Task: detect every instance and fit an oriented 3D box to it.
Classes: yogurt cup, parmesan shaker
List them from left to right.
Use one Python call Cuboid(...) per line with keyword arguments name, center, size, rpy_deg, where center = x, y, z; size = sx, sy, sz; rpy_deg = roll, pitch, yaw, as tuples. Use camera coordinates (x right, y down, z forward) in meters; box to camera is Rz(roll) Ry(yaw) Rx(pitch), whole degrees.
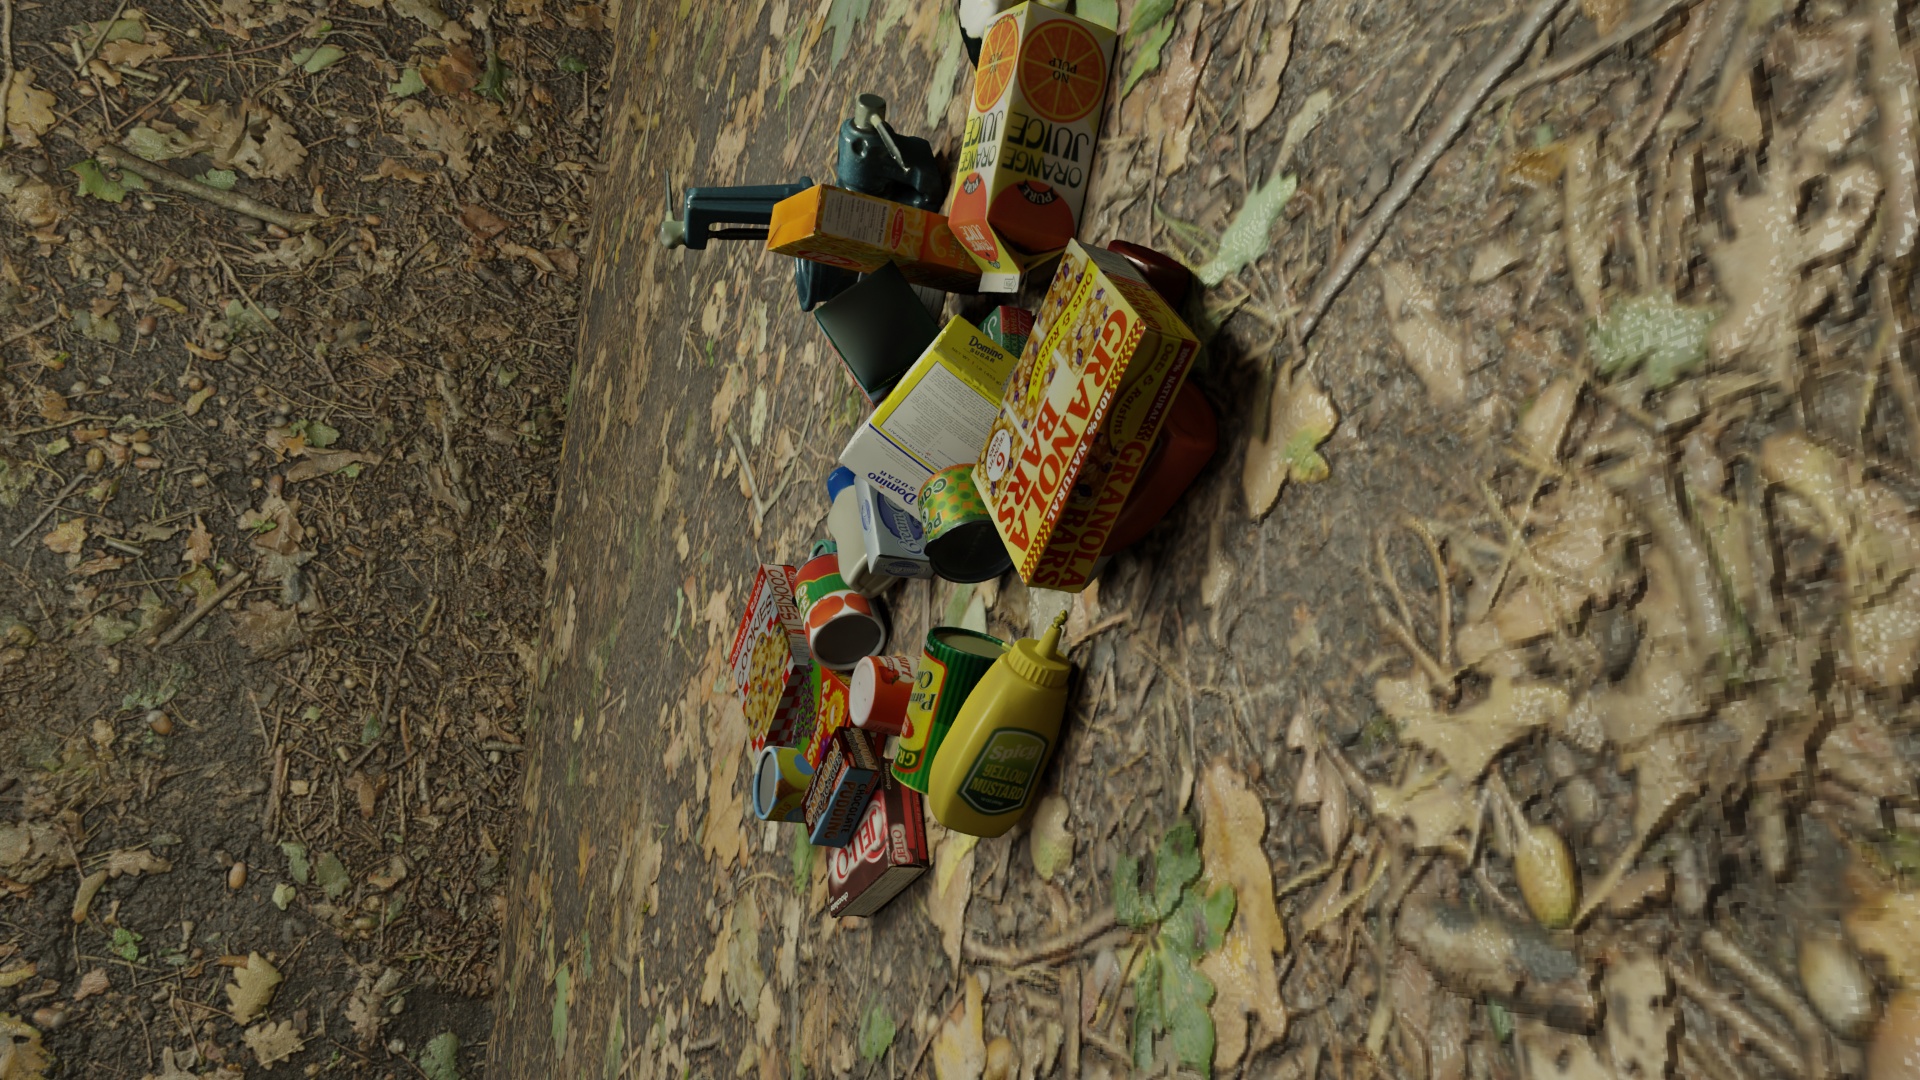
Cuboid(name="yogurt cup", center=(-0.052, 0.119, 1.071), size=(0.072, 0.054, 0.072), rpy_deg=(-170, 89, -66))
Cuboid(name="parmesan shaker", center=(-0.004, 0.117, 0.955), size=(0.071, 0.071, 0.103), rpy_deg=(36, 113, 63))

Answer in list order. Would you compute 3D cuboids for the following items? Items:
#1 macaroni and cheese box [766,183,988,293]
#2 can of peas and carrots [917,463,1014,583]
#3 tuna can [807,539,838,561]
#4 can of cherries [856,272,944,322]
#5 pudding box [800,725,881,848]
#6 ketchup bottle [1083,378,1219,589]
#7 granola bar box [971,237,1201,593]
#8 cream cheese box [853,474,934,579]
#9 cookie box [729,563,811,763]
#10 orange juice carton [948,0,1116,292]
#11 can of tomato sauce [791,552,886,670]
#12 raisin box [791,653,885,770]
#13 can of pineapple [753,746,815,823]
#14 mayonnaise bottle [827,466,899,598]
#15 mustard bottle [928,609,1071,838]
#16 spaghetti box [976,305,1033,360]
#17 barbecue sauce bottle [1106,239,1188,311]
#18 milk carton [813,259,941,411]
Cuboid(name="macaroni and cheese box", center=(-0.050, -0.226, 1.061), size=(0.124, 0.167, 0.040), rpy_deg=(-166, 86, -66))
Cuboid(name="can of peas and carrots", center=(0.003, -0.012, 0.981), size=(0.070, 0.071, 0.059), rpy_deg=(-59, 32, 39))
Cuboid(name="tuna can", center=(-0.116, 0.033, 1.268), size=(0.071, 0.033, 0.071), rpy_deg=(-169, 89, -66))
Cuboid(name="can of cherries", center=(-0.053, -0.213, 1.194), size=(0.071, 0.058, 0.071), rpy_deg=(-32, 54, 59))
Cuboid(name="pudding box", center=(-0.092, 0.190, 1.068), size=(0.083, 0.030, 0.050), rpy_deg=(-64, 29, 27))
Cuboid(name="ketchup bottle", center=(0.096, -0.027, 0.821), size=(0.148, 0.043, 0.065), rpy_deg=(123, 149, -41))
Cuboid(name="granola bar box", center=(0.067, -0.072, 0.797), size=(0.125, 0.039, 0.164), rpy_deg=(-114, 41, -53))
Cuboid(name="cream cheese box", center=(-0.052, -0.016, 1.124), size=(0.024, 0.053, 0.104), rpy_deg=(120, 149, -41))
Cuboid(name="cookie box", center=(-0.180, 0.119, 1.367), size=(0.122, 0.040, 0.168), rpy_deg=(-67, 29, 26))
Cuboid(name="orange juice carton", center=(0.045, -0.271, 0.985), size=(0.072, 0.073, 0.192), rpy_deg=(20, 100, 65))
Cuboid(name="can of tomato sauce", center=(-0.106, 0.062, 1.191), size=(0.071, 0.071, 0.083), rpy_deg=(-66, 29, 28))
Cuboid(name="raisin box", center=(-0.103, 0.154, 1.187), size=(0.123, 0.040, 0.086), rpy_deg=(27, 105, 64))
Cuboid(name="can of pineapple", center=(-0.147, 0.219, 1.234), size=(0.070, 0.058, 0.071), rpy_deg=(-34, 51, 57))
Cuboid(name="mayonnaise bottle", center=(-0.084, -0.014, 1.199), size=(0.064, 0.041, 0.149), rpy_deg=(-44, 34, 13))
Cuboid(name="mustard bottle", center=(0.032, 0.113, 0.882), size=(0.159, 0.065, 0.049), rpy_deg=(-67, 23, 19))
Cuboid(name="spaghetti box", center=(-0.012, -0.108, 1.101), size=(0.249, 0.029, 0.050), rpy_deg=(-36, 50, 57))
Cuboid(name="barbecue sauce bottle", center=(0.091, -0.107, 0.860), size=(0.065, 0.044, 0.148), rpy_deg=(54, 130, 57))
Cuboid(name="milk carton", center=(-0.060, -0.154, 1.096), size=(0.073, 0.072, 0.190), rpy_deg=(56, 179, 0))
